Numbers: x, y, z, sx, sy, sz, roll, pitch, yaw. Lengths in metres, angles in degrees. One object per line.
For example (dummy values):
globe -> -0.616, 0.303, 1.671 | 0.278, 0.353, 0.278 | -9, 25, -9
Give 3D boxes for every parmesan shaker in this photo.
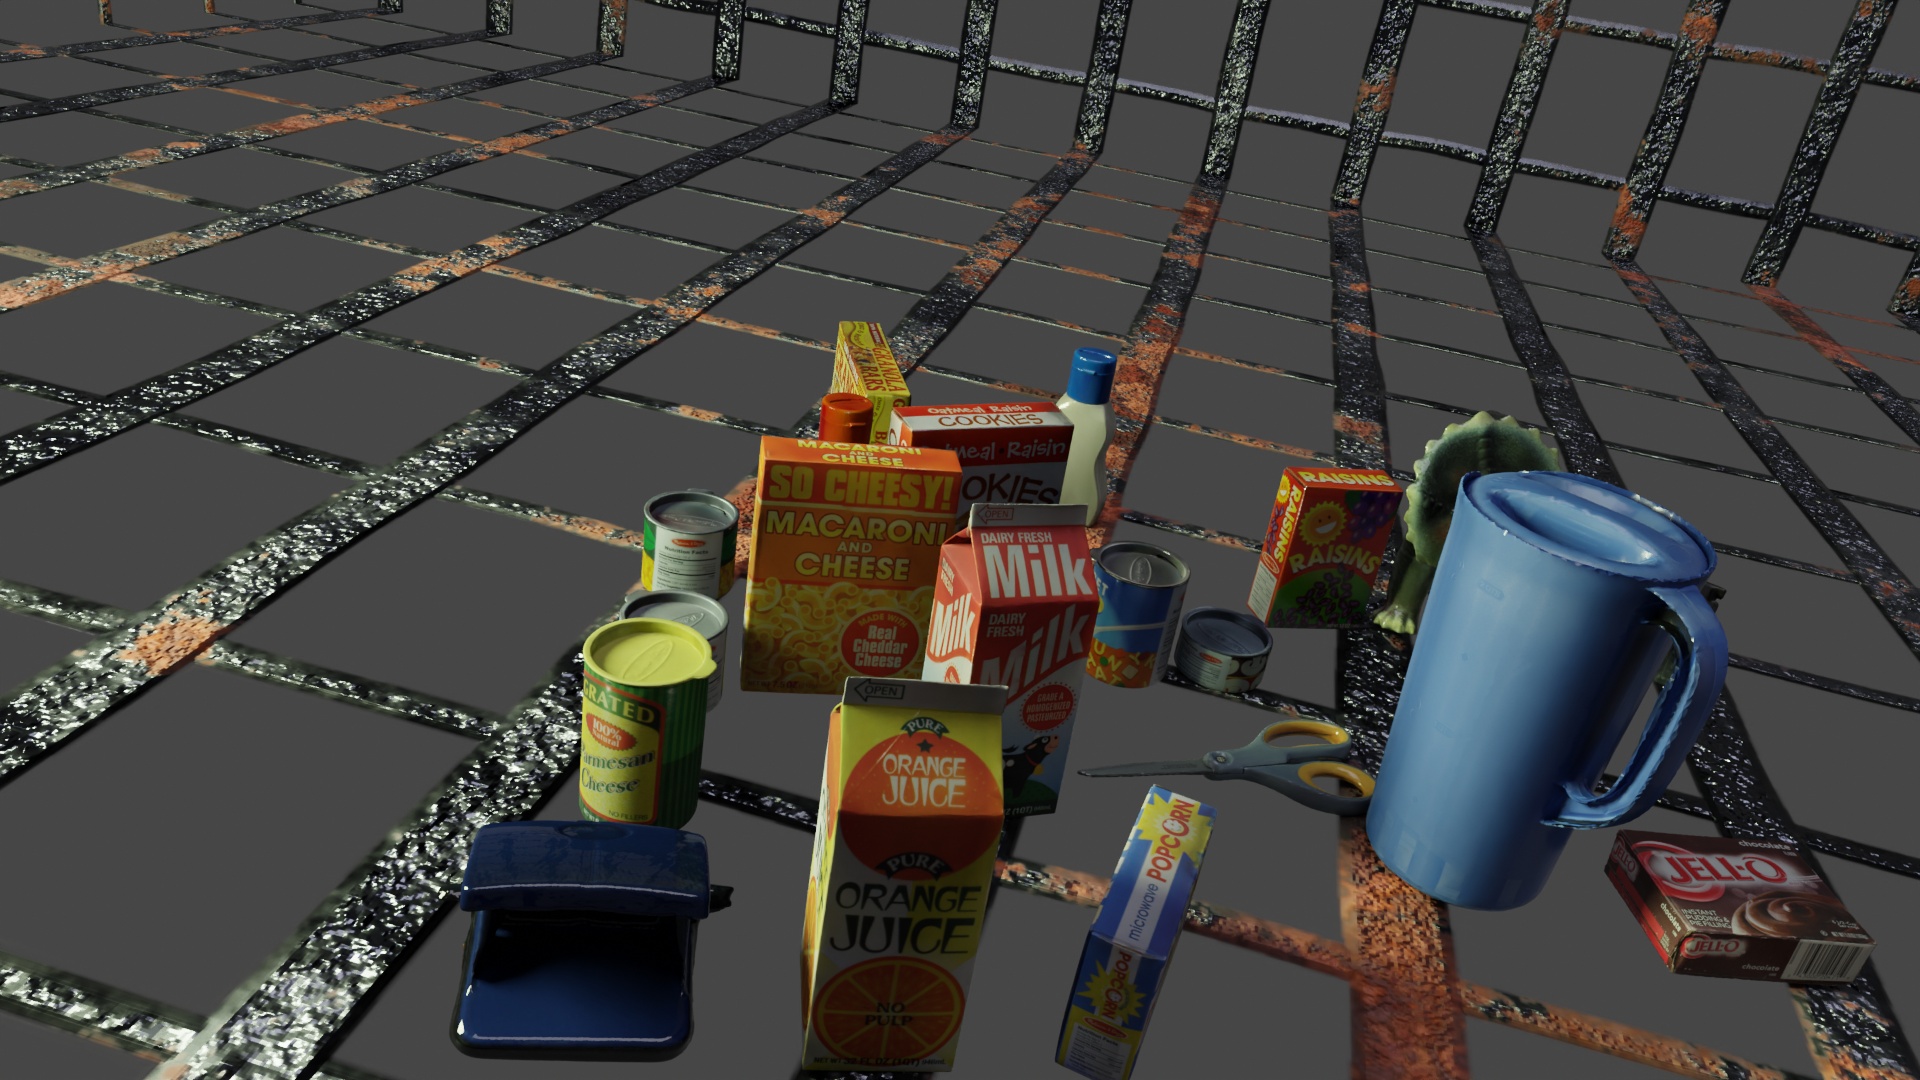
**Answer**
parmesan shaker -> -0.169, 0.103, 0.753 | 0.071, 0.102, 0.071 | 8, 26, -4

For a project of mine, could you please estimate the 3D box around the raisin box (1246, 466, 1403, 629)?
raisin box -> 0.280, 0.006, 1.070 | 0.086, 0.122, 0.040 | 2, 27, -15

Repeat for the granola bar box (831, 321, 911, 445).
granola bar box -> -0.079, -0.096, 1.151 | 0.039, 0.123, 0.166 | 2, 27, -14

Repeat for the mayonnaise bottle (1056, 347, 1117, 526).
mayonnaise bottle -> 0.101, -0.087, 1.167 | 0.065, 0.147, 0.041 | 16, 27, 13

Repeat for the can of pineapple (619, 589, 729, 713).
can of pineapple -> -0.180, 0.070, 0.865 | 0.071, 0.057, 0.071 | 8, 27, -4

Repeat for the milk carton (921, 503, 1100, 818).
milk carton -> 0.026, 0.064, 0.799 | 0.072, 0.189, 0.074 | -1, 28, -20

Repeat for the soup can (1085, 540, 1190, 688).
soup can -> 0.117, 0.051, 0.973 | 0.071, 0.083, 0.071 | 8, 26, -4

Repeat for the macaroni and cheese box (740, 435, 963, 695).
macaroni and cheese box -> -0.072, 0.019, 0.881 | 0.124, 0.165, 0.040 | 4, 27, -12

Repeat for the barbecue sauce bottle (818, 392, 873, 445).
barbecue sauce bottle -> -0.088, -0.031, 0.993 | 0.065, 0.147, 0.044 | -6, 30, -29

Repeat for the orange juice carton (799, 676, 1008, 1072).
orange juice carton -> -0.027, 0.143, 0.624 | 0.072, 0.191, 0.073 | 5, 27, -10

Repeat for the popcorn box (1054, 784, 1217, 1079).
popcorn box -> 0.088, 0.192, 0.685 | 0.038, 0.084, 0.127 | 17, 27, 15

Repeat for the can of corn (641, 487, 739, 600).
can of corn -> -0.193, 0.003, 0.991 | 0.071, 0.058, 0.071 | 8, 27, -4

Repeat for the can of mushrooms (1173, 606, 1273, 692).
can of mushrooms -> 0.190, 0.078, 1.000 | 0.071, 0.033, 0.071 | 8, 27, -4

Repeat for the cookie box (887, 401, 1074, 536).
cookie box -> 0.003, -0.012, 0.966 | 0.123, 0.166, 0.040 | -4, 30, -26
